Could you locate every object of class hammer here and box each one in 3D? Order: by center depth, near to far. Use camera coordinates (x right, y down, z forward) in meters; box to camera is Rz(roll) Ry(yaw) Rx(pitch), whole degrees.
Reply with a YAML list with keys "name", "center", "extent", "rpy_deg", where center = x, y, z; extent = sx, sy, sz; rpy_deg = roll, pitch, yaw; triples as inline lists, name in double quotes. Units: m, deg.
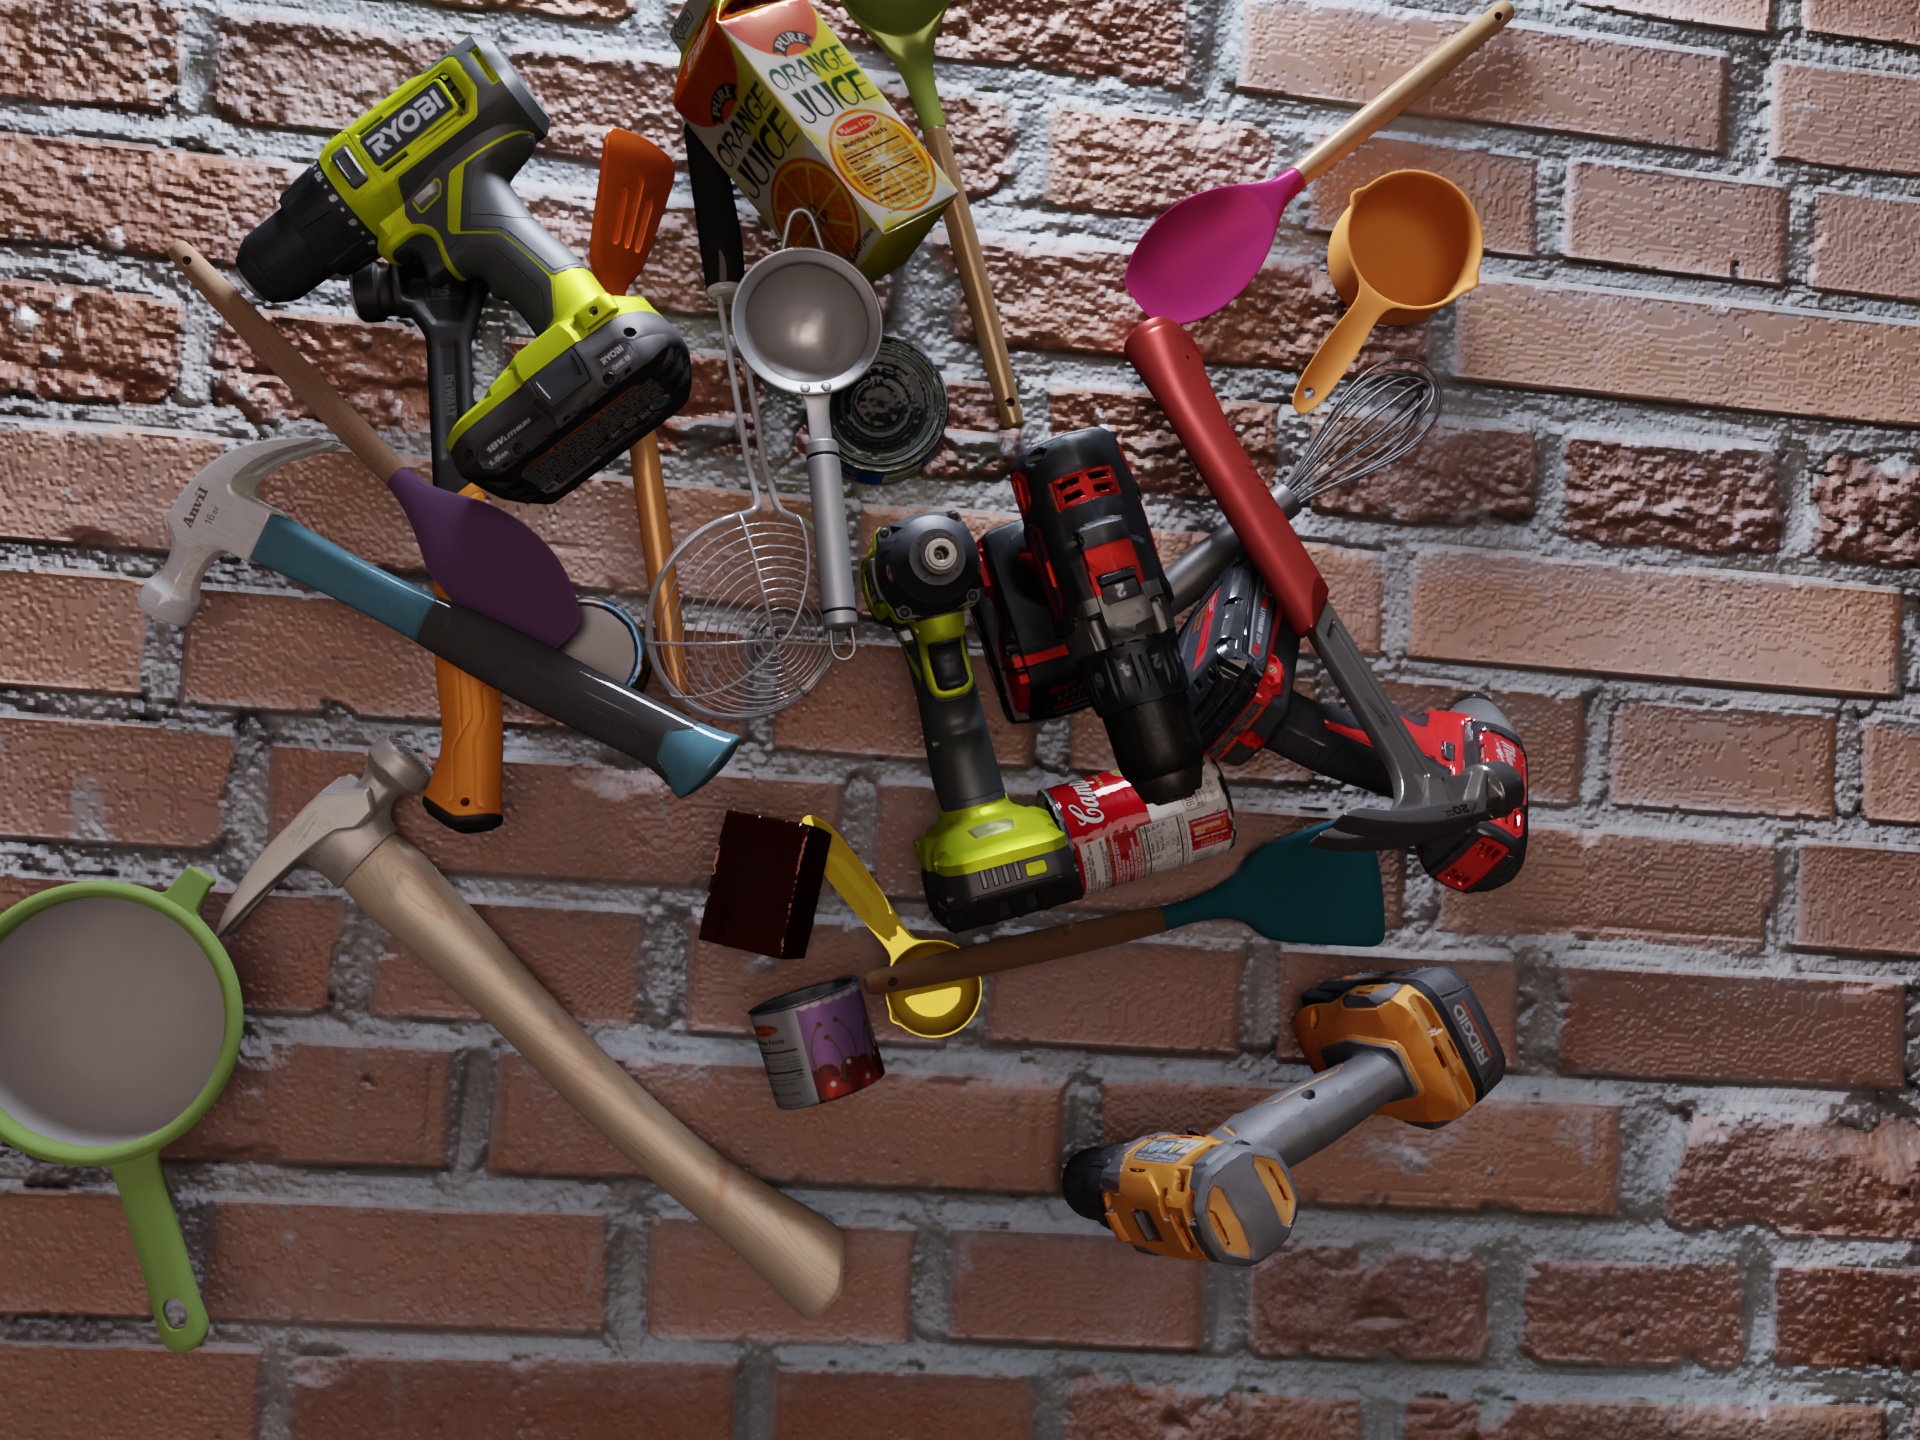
- name: "hammer"
  center: [-0.274, -0.046, 0.855]
  extent: [0.331, 0.033, 0.128]
  rpy_deg: [27, 93, 4]
- name: "hammer"
  center: [0.175, -0.089, 0.895]
  extent: [0.149, 0.036, 0.359]
  rpy_deg: [-5, 58, -36]
- name: "hammer"
  center: [-0.277, -0.105, 0.906]
  extent: [0.127, 0.034, 0.337]
  rpy_deg: [-4, 80, -5]
- name: "hammer"
  center: [-0.231, 0.200, 0.911]
  extent: [0.410, 0.038, 0.146]
  rpy_deg: [44, 84, -2]

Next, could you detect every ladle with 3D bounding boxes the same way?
- name: "ladle"
  center: [-0.007, -0.335, 0.961]
  extent: [0.078, 0.062, 0.320]
  rpy_deg: [-15, 91, -7]

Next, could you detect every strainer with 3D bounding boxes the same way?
- name: "strainer"
  center: [-0.446, 0.212, 0.870]
  extent: [0.151, 0.069, 0.256]
  rpy_deg: [-16, 91, -6]
- name: "strainer"
  center: [-0.080, -0.158, 0.896]
  extent: [0.087, 0.050, 0.258]
  rpy_deg: [-5, 80, -11]

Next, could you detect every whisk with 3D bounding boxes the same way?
- name: "whisk"
  center: [0.199, -0.138, 0.977]
  extent: [0.239, 0.055, 0.055]
  rpy_deg: [-40, 91, -3]

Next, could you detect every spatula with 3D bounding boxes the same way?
- name: "spatula"
  center: [-0.329, -0.155, 0.885]
  extent: [0.316, 0.018, 0.060]
  rpy_deg: [45, 86, 4]
- name: "spatula"
  center: [-0.180, -0.176, 0.934]
  extent: [0.041, 0.081, 0.322]
  rpy_deg: [-7, 92, 18]
- name: "spatula"
  center: [0.098, 0.122, 0.936]
  extent: [0.317, 0.044, 0.082]
  rpy_deg: [-10, 95, -17]

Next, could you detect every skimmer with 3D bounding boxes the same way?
- name: "skimmer"
  center: [-0.142, -0.185, 0.944]
  extent: [0.127, 0.090, 0.363]
  rpy_deg: [-2, 75, -32]

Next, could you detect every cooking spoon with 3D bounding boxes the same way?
- name: "cooking spoon"
  center: [0.232, -0.358, 1.007]
  extent: [0.319, 0.017, 0.069]
  rpy_deg: [-40, 92, -7]

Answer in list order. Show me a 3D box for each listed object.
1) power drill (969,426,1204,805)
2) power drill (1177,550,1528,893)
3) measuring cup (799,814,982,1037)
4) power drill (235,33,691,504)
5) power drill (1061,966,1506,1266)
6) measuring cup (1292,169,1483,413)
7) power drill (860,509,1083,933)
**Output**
- name: "power drill"
  center: [0.068, -0.045, 0.863]
  extent: [0.080, 0.226, 0.188]
  rpy_deg: [-18, 88, -7]
- name: "power drill"
  center: [0.235, -0.001, 0.938]
  extent: [0.219, 0.078, 0.143]
  rpy_deg: [28, 45, -6]
- name: "measuring cup"
  center: [-0.046, 0.121, 0.947]
  extent: [0.062, 0.029, 0.156]
  rpy_deg: [-36, 79, -10]
- name: "power drill"
  center: [-0.273, -0.234, 0.871]
  extent: [0.190, 0.080, 0.228]
  rpy_deg: [-36, 82, 3]
- name: "power drill"
  center: [0.173, 0.227, 0.907]
  extent: [0.226, 0.185, 0.084]
  rpy_deg: [-27, 90, -26]
- name: "measuring cup"
  center: [0.250, -0.256, 0.987]
  extent: [0.095, 0.052, 0.173]
  rpy_deg: [35, 85, -3]
- name: "power drill"
  center: [-0.001, -0.003, 0.884]
  extent: [0.080, 0.171, 0.223]
  rpy_deg: [-15, 92, -8]
